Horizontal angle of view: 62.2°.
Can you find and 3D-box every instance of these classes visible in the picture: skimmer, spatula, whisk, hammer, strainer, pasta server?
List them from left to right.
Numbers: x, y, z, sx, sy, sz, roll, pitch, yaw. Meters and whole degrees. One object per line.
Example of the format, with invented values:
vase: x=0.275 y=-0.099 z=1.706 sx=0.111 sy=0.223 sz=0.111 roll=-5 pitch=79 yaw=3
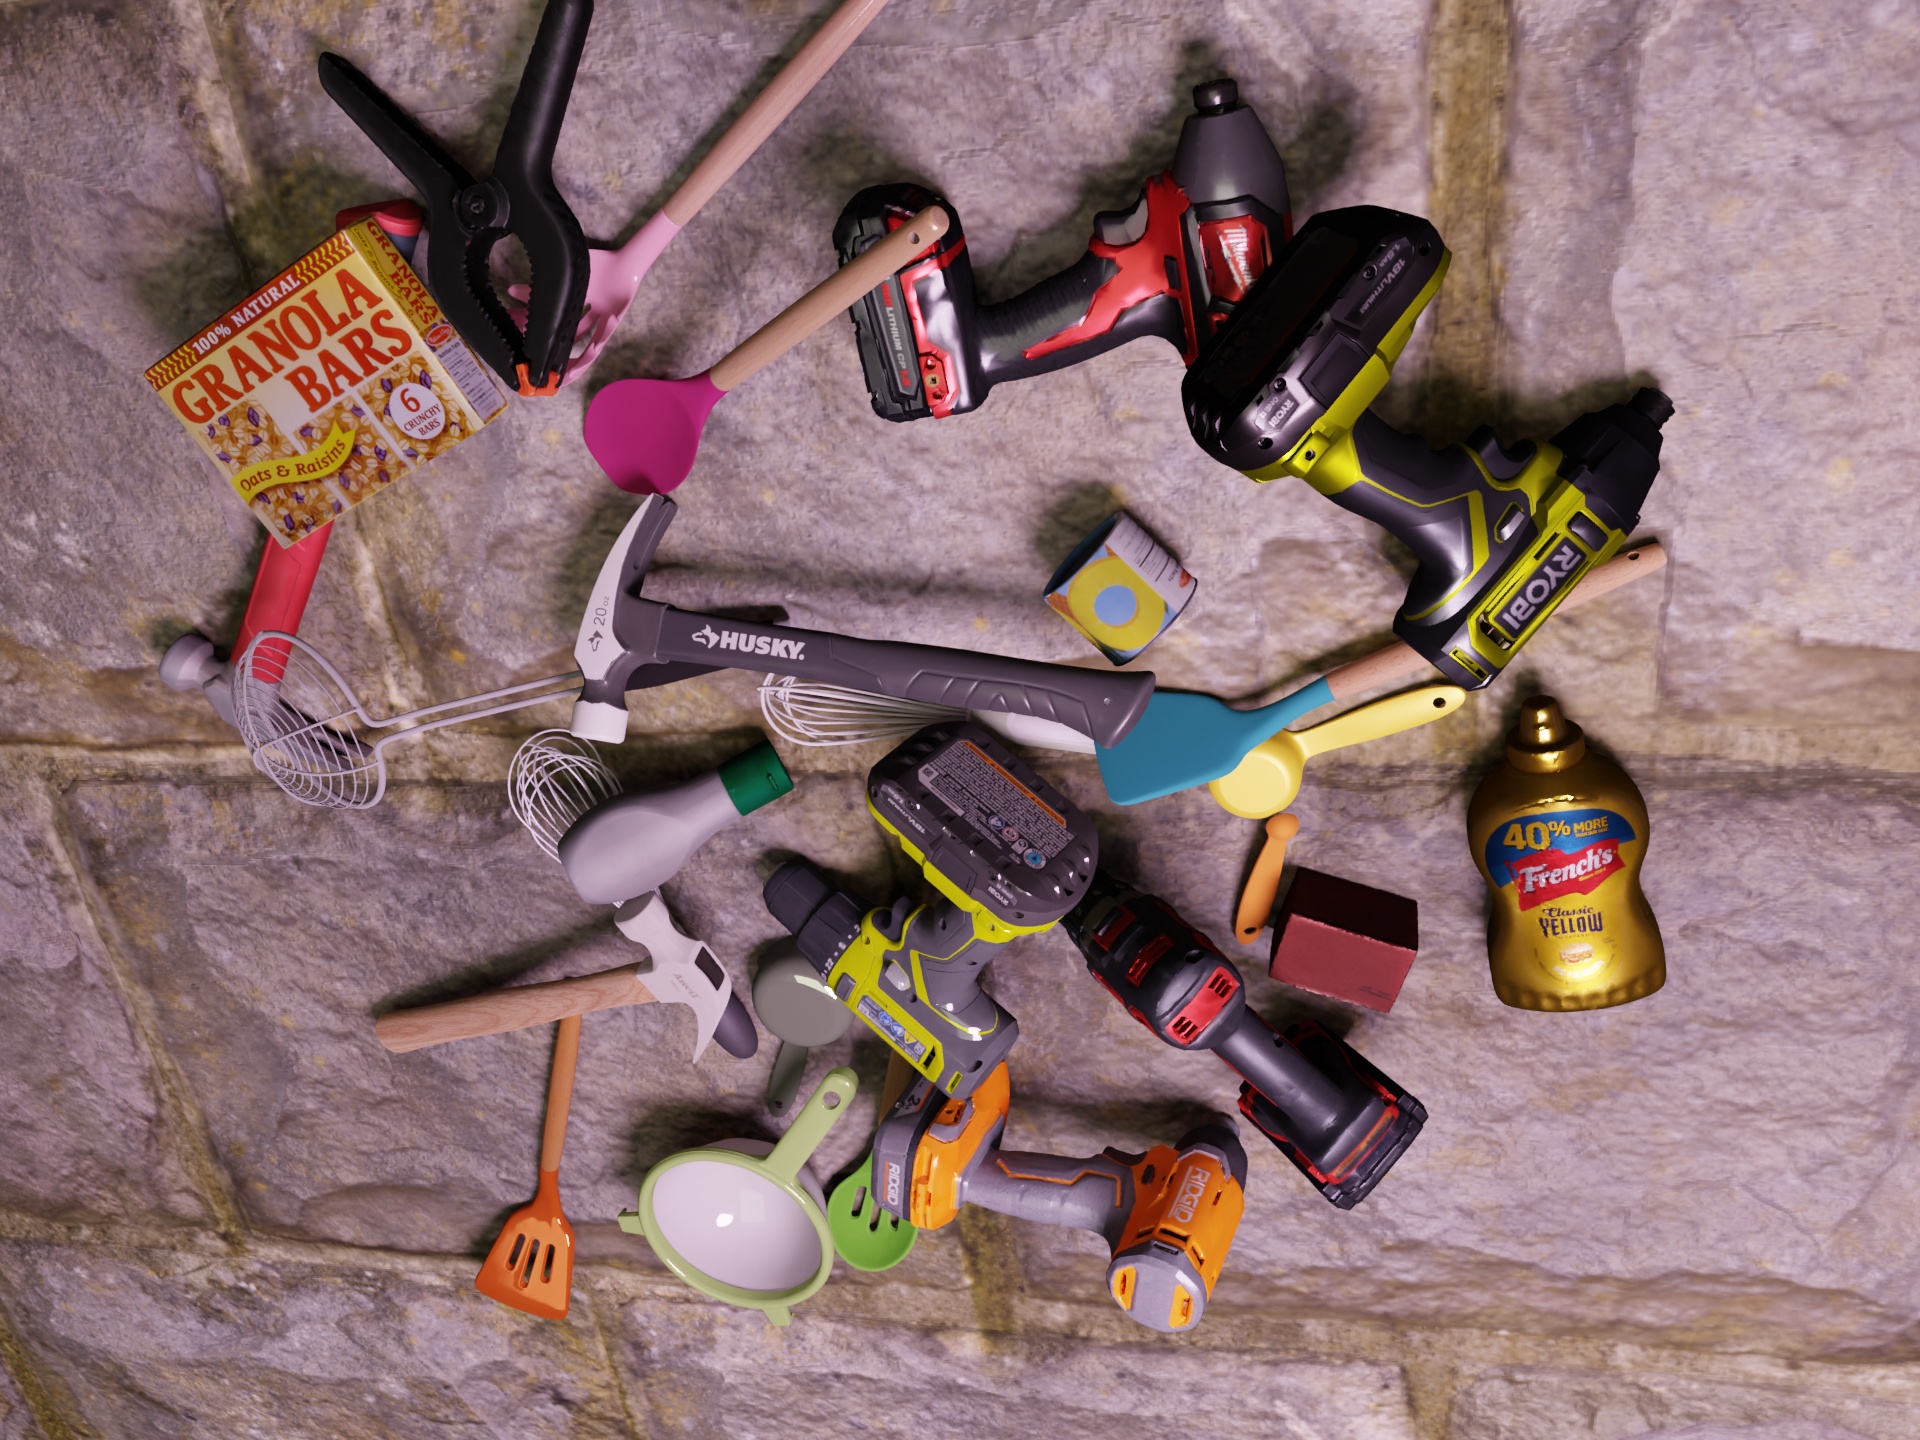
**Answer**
hammer: x=-0.385 y=-0.136 z=0.980 sx=0.143 sy=0.038 sz=0.386 roll=30 pitch=121 yaw=-4
skimmer: x=-0.280 y=-0.027 z=0.994 sx=0.363 sy=0.090 sz=0.127 roll=-13 pitch=116 yaw=2
hammer: x=-0.294 y=0.199 z=1.112 sx=0.331 sy=0.031 sz=0.130 roll=-16 pitch=122 yaw=33
spatula: x=-0.315 y=0.329 z=1.215 sx=0.081 sy=0.041 sz=0.322 roll=18 pitch=120 yaw=5
whisk: x=-0.211 y=0.124 z=1.072 sx=0.070 sy=0.070 sz=0.284 roll=-19 pitch=117 yaw=23
pasta server: x=-0.138 y=-0.284 z=0.836 sx=0.316 sy=0.040 sz=0.060 roll=-38 pitch=86 yaw=27
strainer: x=-0.131 y=0.317 z=1.144 sx=0.151 sy=0.069 sz=0.256 roll=33 pitch=120 yaw=-2
hammer: x=-0.057 y=-0.038 z=0.895 sx=0.335 sy=0.035 sz=0.146 roll=9 pitch=86 yaw=15
whisk: x=-0.002 y=-0.003 z=0.951 sx=0.246 sy=0.059 sz=0.058 roll=7 pitch=86 yaw=6
spatula: x=0.225 y=-0.032 z=0.874 sx=0.317 sy=0.082 sz=0.044 roll=-24 pitch=138 yaw=19

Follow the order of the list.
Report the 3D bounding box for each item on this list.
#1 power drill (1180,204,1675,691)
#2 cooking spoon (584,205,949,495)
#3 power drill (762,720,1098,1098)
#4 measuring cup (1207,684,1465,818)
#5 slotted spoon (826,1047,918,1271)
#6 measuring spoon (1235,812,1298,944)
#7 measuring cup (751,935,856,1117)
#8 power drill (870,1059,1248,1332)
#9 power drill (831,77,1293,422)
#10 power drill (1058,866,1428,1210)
power drill: x=0.232 y=-0.137 z=0.767 sx=0.223 sy=0.080 sz=0.171 roll=33 pitch=102 yaw=-26
cooking spoon: x=-0.111 y=-0.189 z=0.833 sx=0.319 sy=0.017 sz=0.068 roll=-20 pitch=111 yaw=47
power drill: x=-0.027 y=0.109 z=0.967 sx=0.191 sy=0.080 sz=0.228 roll=40 pitch=137 yaw=13
measuring cup: x=0.213 y=0.015 z=0.913 sx=0.156 sy=0.029 sz=0.062 roll=-21 pitch=111 yaw=26
slotted spoon: x=-0.044 y=0.267 z=1.120 sx=0.070 sy=0.031 sz=0.313 roll=15 pitch=119 yaw=6
measuring spoon: x=0.185 y=0.100 z=0.965 sx=0.021 sy=0.011 sz=0.116 roll=-1 pitch=132 yaw=-9
measuring cup: x=-0.117 y=0.225 z=1.107 sx=0.083 sy=0.038 sz=0.167 roll=19 pitch=119 yaw=4
power drill: x=0.074 y=0.290 z=1.042 sx=0.226 sy=0.164 sz=0.084 roll=16 pitch=122 yaw=20
power drill: x=0.056 y=-0.230 z=0.796 sx=0.219 sy=0.079 sz=0.143 roll=-6 pitch=117 yaw=14
power drill: x=0.154 y=0.177 z=0.956 sx=0.226 sy=0.188 sz=0.080 roll=41 pitch=89 yaw=-24
